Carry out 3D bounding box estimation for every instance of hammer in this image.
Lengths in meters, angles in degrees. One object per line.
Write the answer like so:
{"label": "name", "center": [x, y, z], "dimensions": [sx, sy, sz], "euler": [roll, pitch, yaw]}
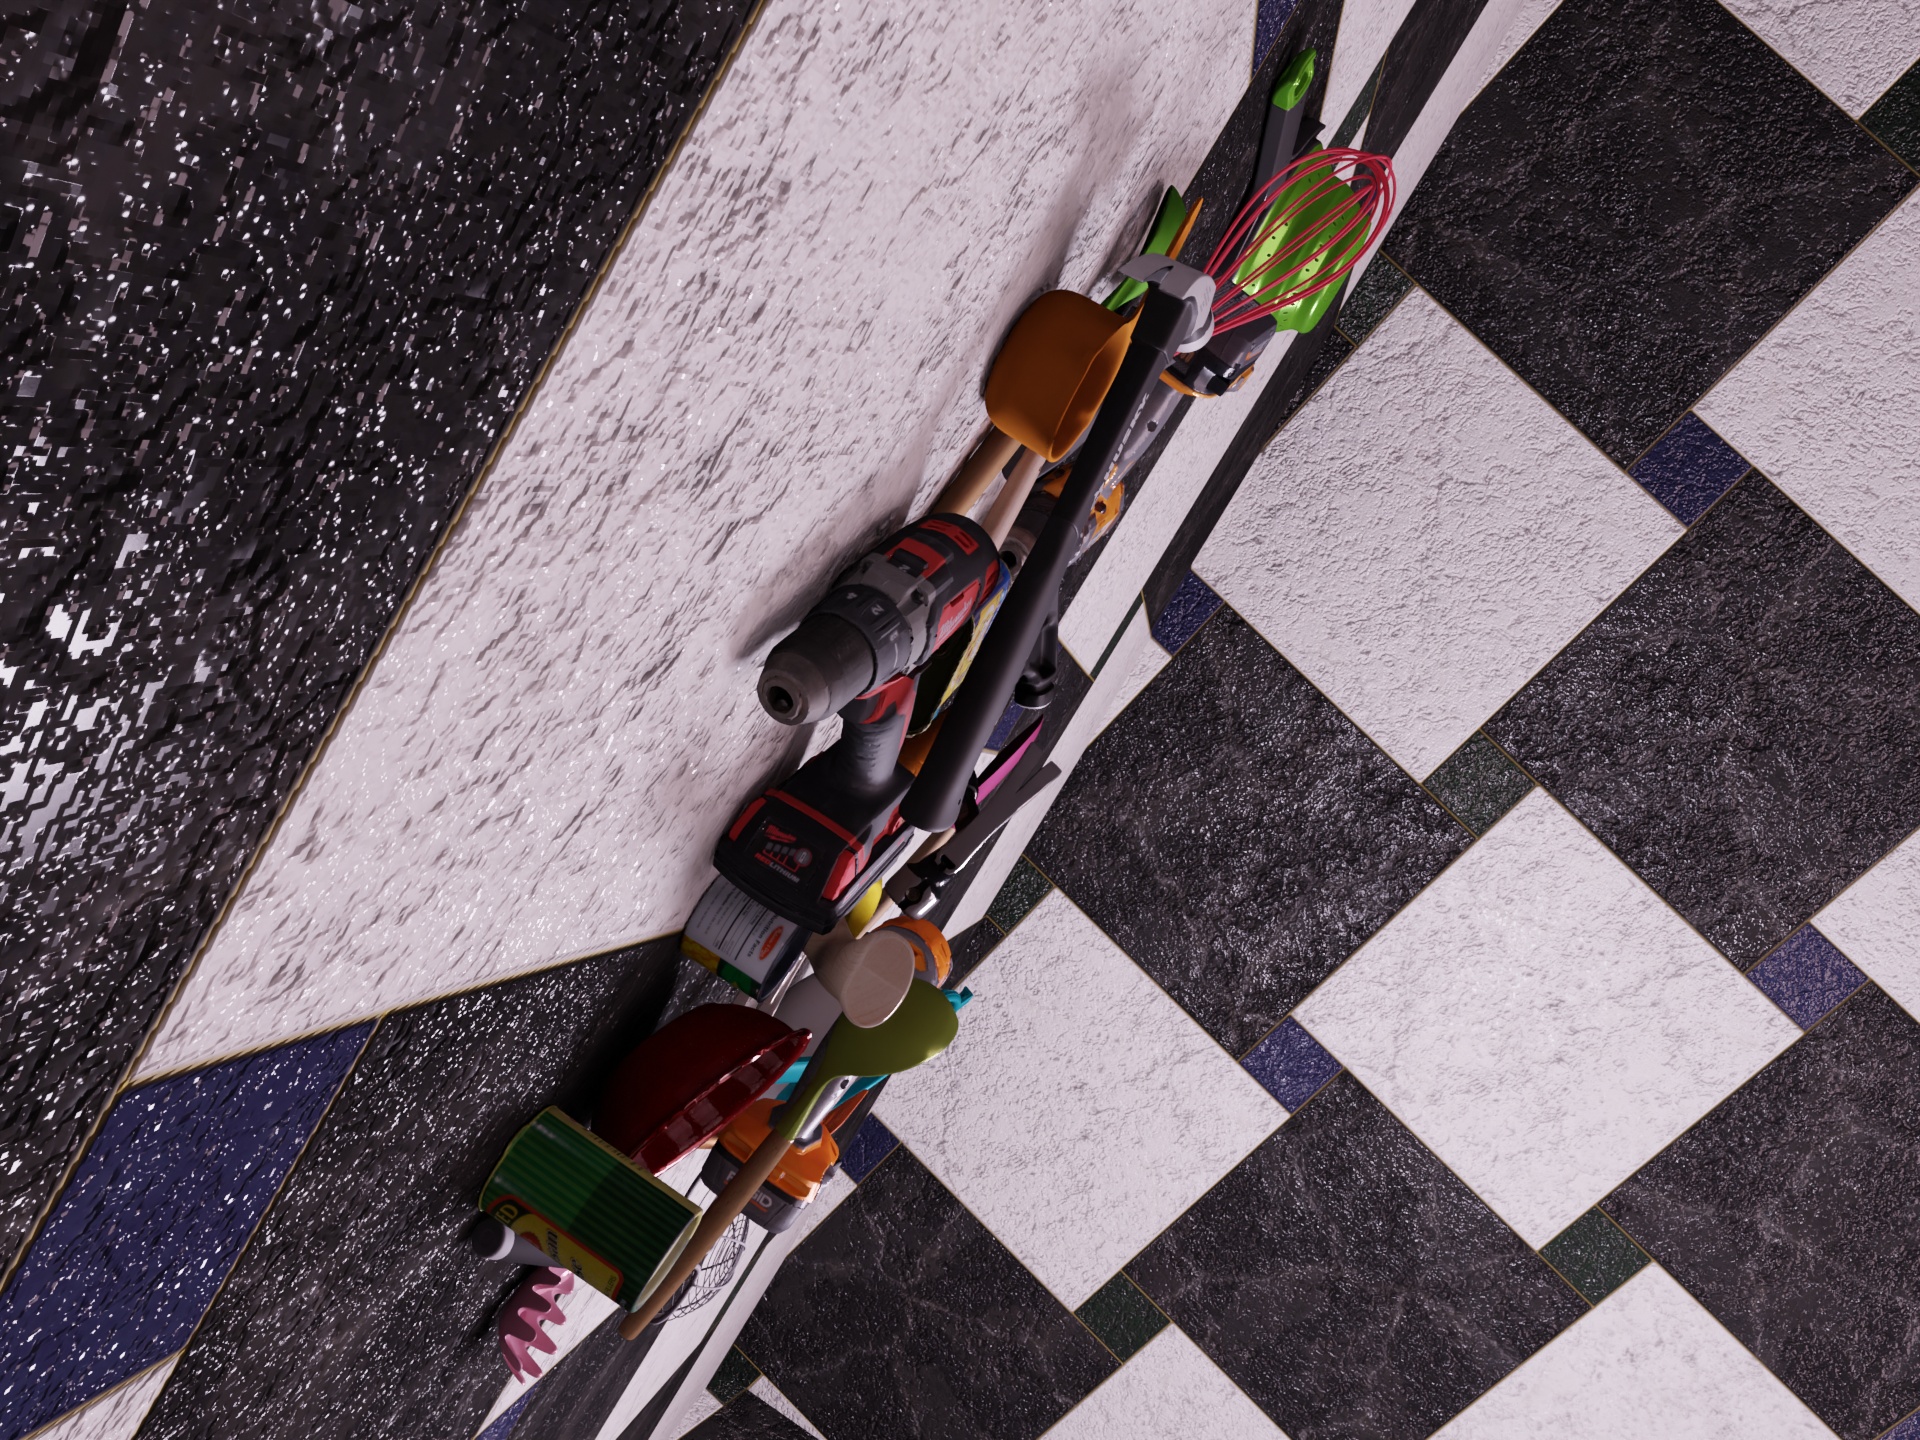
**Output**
{"label": "hammer", "center": [0.049, -0.092, 0.857], "dimensions": [0.335, 0.035, 0.146], "euler": [-64, 169, 5]}
{"label": "hammer", "center": [-0.087, 0.155, 1.015], "dimensions": [0.146, 0.038, 0.410], "euler": [-57, -173, -7]}
{"label": "hammer", "center": [-0.002, -0.004, 1.159], "dimensions": [0.337, 0.034, 0.127], "euler": [-47, 144, -53]}
{"label": "hammer", "center": [0.004, 0.061, 1.304], "dimensions": [0.149, 0.036, 0.409], "euler": [-44, -175, 3]}

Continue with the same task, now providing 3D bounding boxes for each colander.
{"label": "colander", "center": [0.282, -0.414, 1.296], "dimensions": [0.204, 0.094, 0.397], "euler": [-58, 172, -4]}

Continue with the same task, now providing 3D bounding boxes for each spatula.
{"label": "spatula", "center": [-0.011, -0.065, 1.052], "dimensions": [0.060, 0.018, 0.315], "euler": [-56, 178, -47]}
{"label": "spatula", "center": [-0.164, 0.319, 1.247], "dimensions": [0.081, 0.041, 0.322], "euler": [-36, 155, 11]}

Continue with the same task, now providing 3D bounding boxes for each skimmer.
{"label": "skimmer", "center": [-0.234, 0.337, 1.050], "dimensions": [0.127, 0.090, 0.363], "euler": [-63, 156, -11]}

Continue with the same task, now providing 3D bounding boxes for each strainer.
{"label": "strainer", "center": [-0.130, 0.260, 1.338], "dimensions": [0.211, 0.095, 0.340], "euler": [-39, 161, 9]}

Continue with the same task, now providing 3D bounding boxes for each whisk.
{"label": "whisk", "center": [0.139, -0.242, 0.974], "dimensions": [0.296, 0.073, 0.073], "euler": [-38, 178, 18]}

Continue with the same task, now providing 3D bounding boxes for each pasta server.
{"label": "pasta server", "center": [-0.235, 0.334, 1.156], "dimensions": [0.316, 0.040, 0.060], "euler": [-52, 158, -44]}

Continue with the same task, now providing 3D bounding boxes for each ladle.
{"label": "ladle", "center": [-0.114, 0.283, 0.998], "dimensions": [0.320, 0.062, 0.078], "euler": [-53, -169, 15]}

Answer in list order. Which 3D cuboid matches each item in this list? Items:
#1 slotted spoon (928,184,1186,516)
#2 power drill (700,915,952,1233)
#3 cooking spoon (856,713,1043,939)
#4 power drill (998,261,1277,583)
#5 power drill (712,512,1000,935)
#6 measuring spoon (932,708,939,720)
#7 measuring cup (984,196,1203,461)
{"label": "slotted spoon", "center": [0.055, -0.205, 0.954], "dimensions": [0.314, 0.031, 0.070], "euler": [-54, 179, -19]}
{"label": "power drill", "center": [-0.083, 0.241, 1.147], "dimensions": [0.226, 0.084, 0.164], "euler": [-57, 174, 2]}
{"label": "cooking spoon", "center": [-0.025, 0.114, 1.474], "dimensions": [0.319, 0.017, 0.069], "euler": [-49, -175, 15]}
{"label": "power drill", "center": [0.105, -0.192, 1.082], "dimensions": [0.226, 0.084, 0.185], "euler": [-52, 176, 31]}
{"label": "power drill", "center": [-0.065, 0.009, 0.856], "dimensions": [0.188, 0.080, 0.226], "euler": [-45, 161, -51]}
{"label": "measuring spoon", "center": [-0.006, -0.023, 1.267], "dimensions": [0.042, 0.021, 0.128], "euler": [-48, 166, -51]}
{"label": "measuring cup", "center": [0.073, -0.229, 0.884], "dimensions": [0.173, 0.052, 0.095], "euler": [-59, 172, -7]}
